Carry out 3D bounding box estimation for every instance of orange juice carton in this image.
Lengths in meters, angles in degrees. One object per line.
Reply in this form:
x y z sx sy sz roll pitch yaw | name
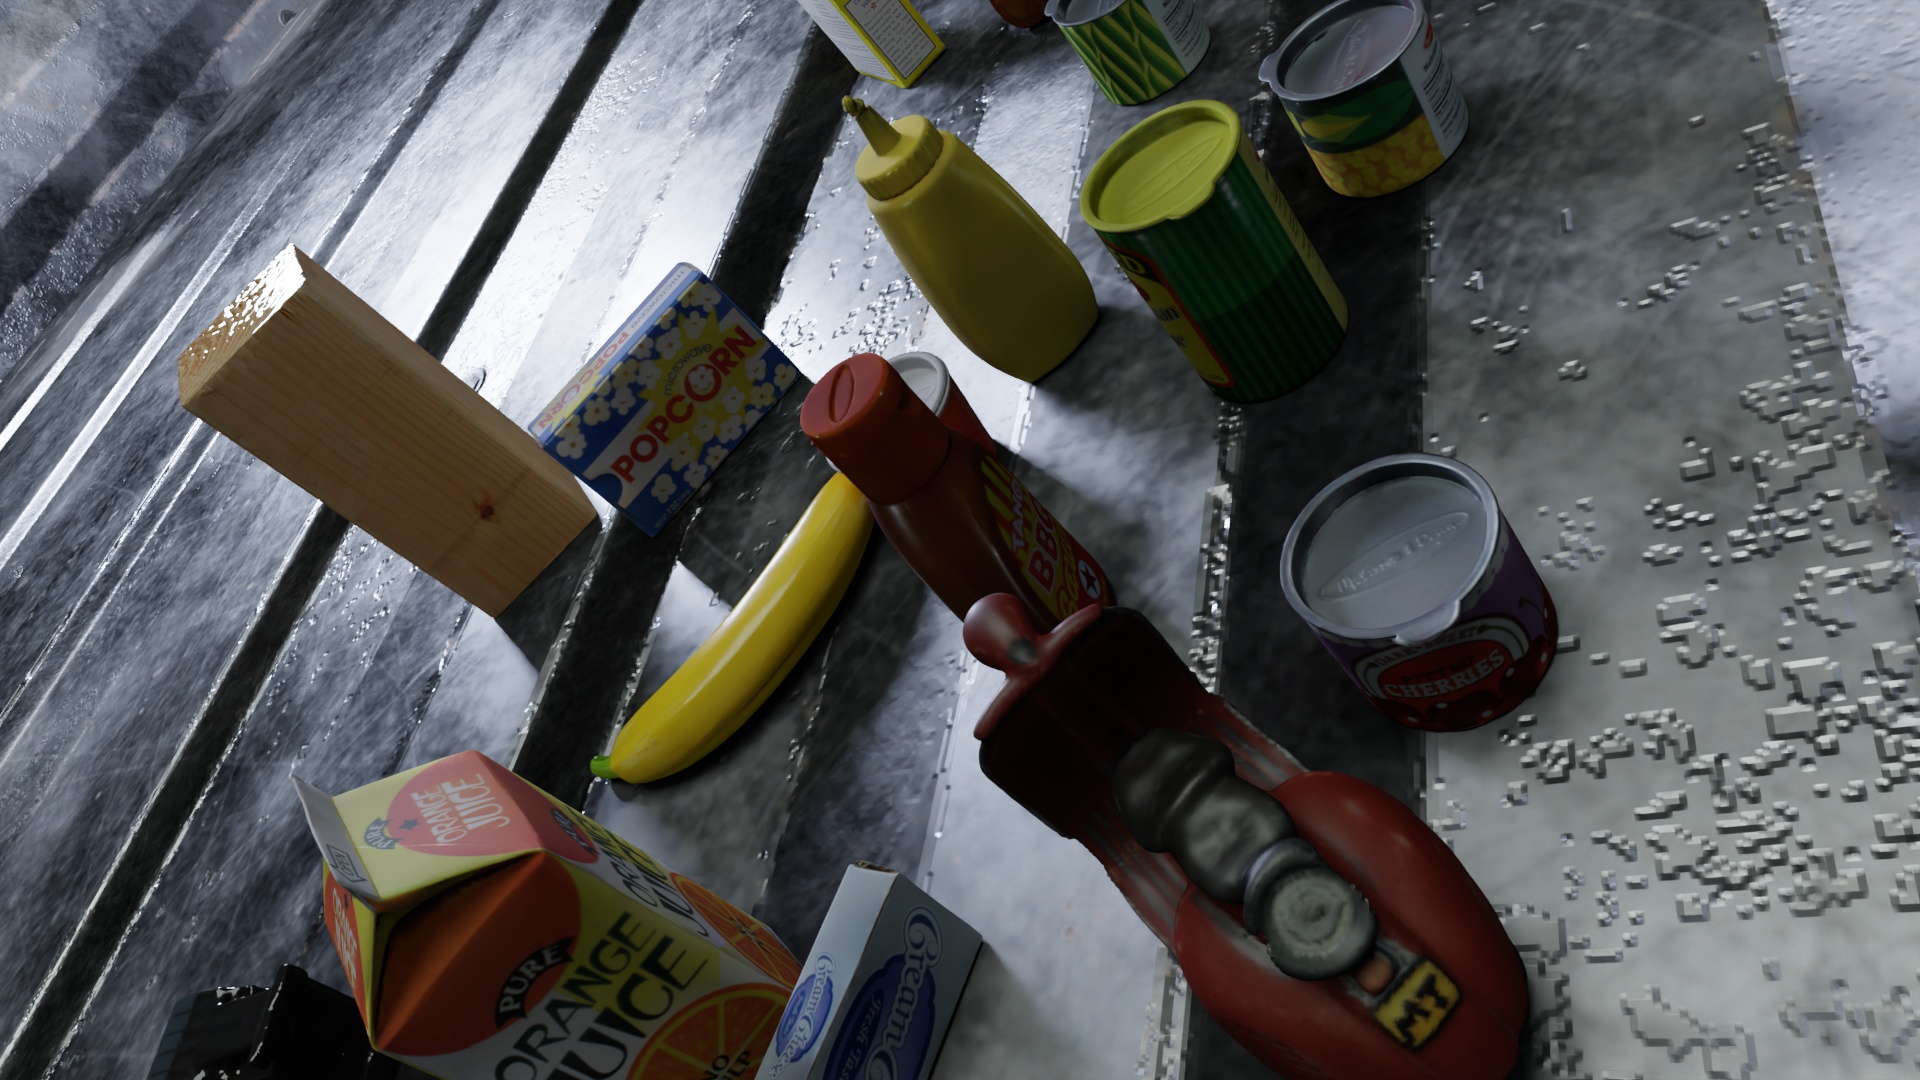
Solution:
-0.130 0.134 0.449 0.073 0.192 0.072 -51 38 -8 | orange juice carton

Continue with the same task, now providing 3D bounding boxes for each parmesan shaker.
0.101 -0.108 0.539 0.071 0.103 0.072 -24 42 24 | parmesan shaker

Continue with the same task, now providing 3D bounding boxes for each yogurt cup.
-0.020 -0.044 0.628 0.072 0.054 0.073 -24 42 24 | yogurt cup

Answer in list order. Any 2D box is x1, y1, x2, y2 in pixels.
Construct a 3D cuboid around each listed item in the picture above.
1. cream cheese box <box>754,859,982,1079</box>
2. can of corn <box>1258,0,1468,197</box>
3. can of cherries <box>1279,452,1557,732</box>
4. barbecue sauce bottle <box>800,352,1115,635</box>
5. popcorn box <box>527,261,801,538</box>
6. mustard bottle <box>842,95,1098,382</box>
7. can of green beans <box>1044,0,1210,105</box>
-0.033 0.163 0.449 0.024 0.053 0.104 -1 55 42 | cream cheese box
0.171 -0.188 0.587 0.071 0.058 0.071 -24 42 24 | can of corn
0.140 0.018 0.422 0.071 0.058 0.072 -24 42 24 | can of cherries
0.002 -0.006 0.497 0.043 0.148 0.065 -24 42 24 | barbecue sauce bottle
-0.161 -0.077 0.762 0.127 0.085 0.038 -49 38 -7 | popcorn box
-0.001 -0.139 0.614 0.065 0.160 0.049 -44 38 0 | mustard bottle
0.092 -0.276 0.741 0.071 0.057 0.071 -24 42 24 | can of green beans
